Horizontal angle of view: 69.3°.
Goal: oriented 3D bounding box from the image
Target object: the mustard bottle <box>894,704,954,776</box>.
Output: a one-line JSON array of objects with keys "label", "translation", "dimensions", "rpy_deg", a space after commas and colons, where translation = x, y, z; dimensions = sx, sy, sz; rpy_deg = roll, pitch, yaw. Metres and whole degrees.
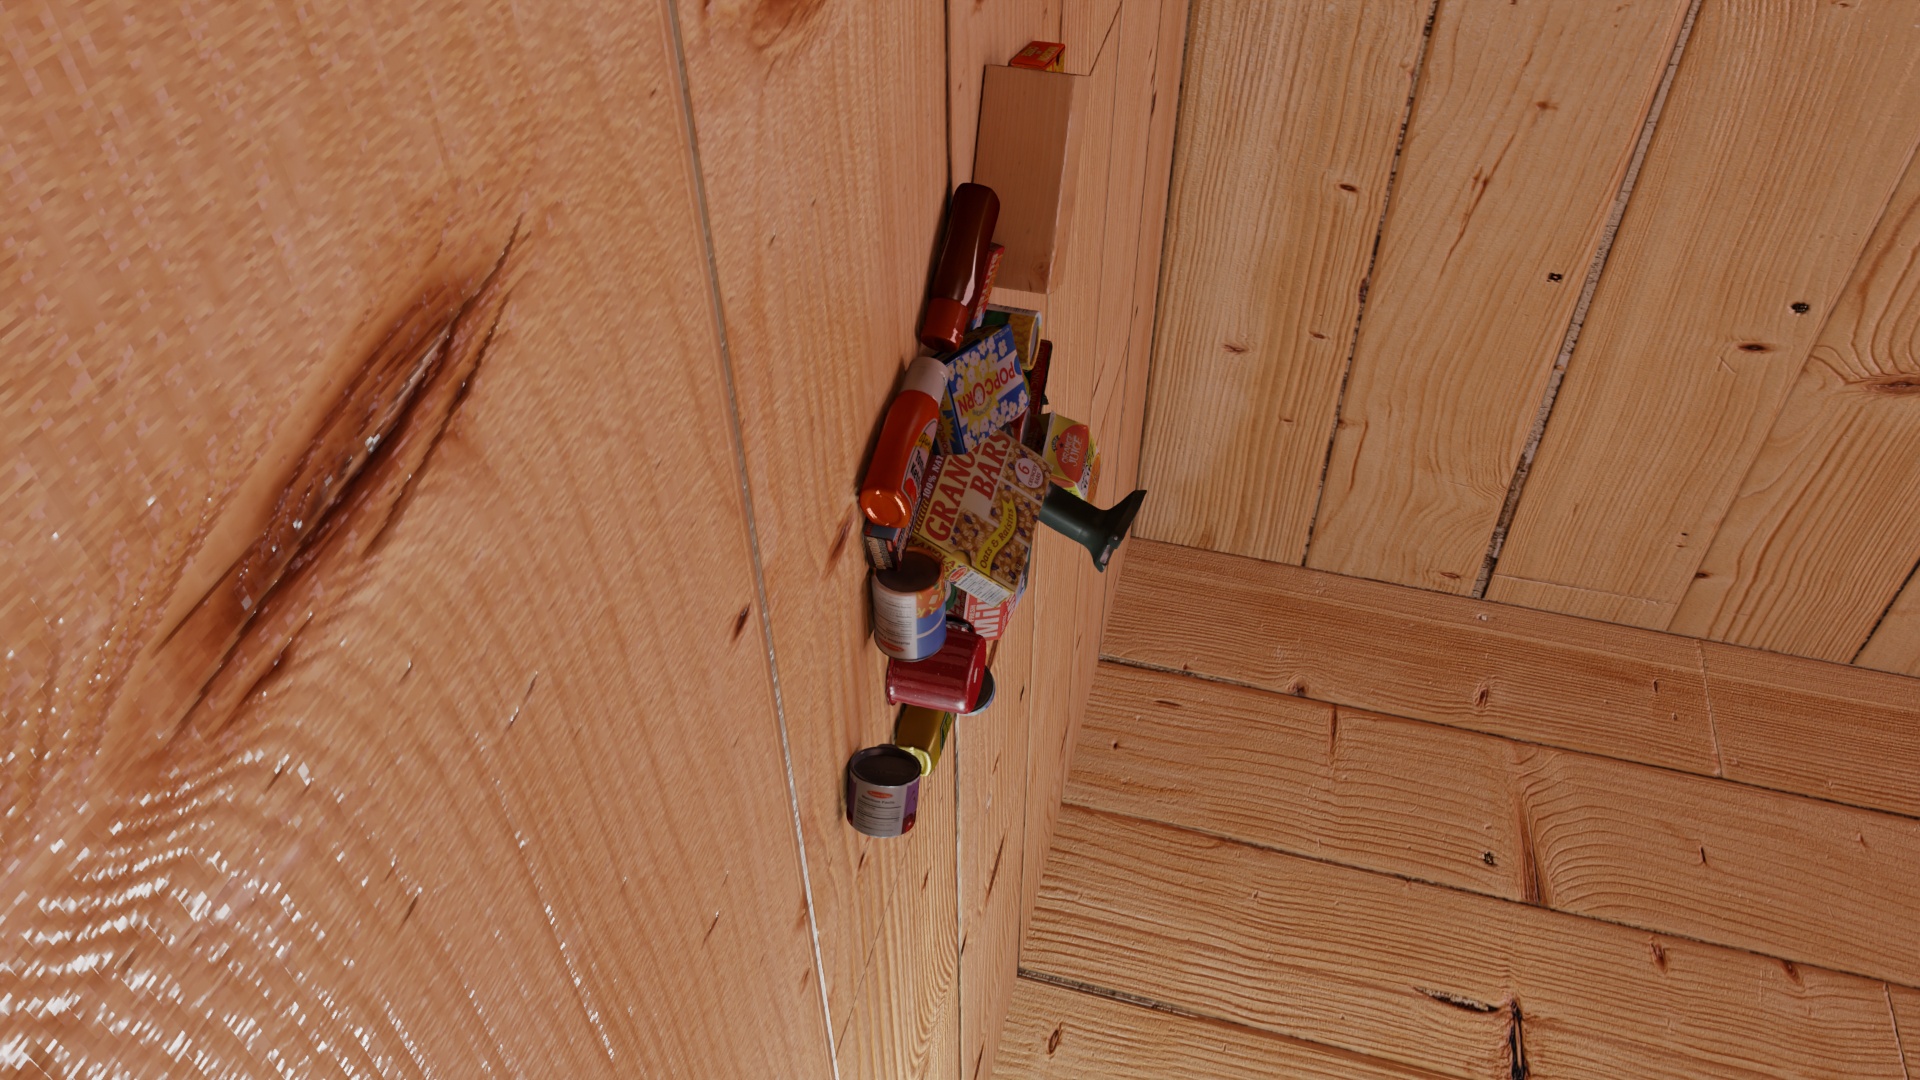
[{"label": "mustard bottle", "translation": [-0.029, 0.174, 1.483], "dimensions": [0.065, 0.049, 0.161], "rpy_deg": [91, 14, -45]}]

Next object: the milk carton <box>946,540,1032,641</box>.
[{"label": "milk carton", "translation": [0.026, 0.053, 1.588], "dimensions": [0.191, 0.073, 0.072], "rpy_deg": [-56, 154, -64]}]

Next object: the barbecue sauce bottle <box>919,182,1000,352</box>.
[{"label": "barbecue sauce bottle", "translation": [-0.001, -0.244, 1.252], "dimensions": [0.064, 0.044, 0.149], "rpy_deg": [87, 16, -74]}]

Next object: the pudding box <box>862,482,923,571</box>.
[{"label": "pudding box", "translation": [-0.058, -0.021, 1.204], "dimensions": [0.049, 0.030, 0.084], "rpy_deg": [84, 19, -53]}]

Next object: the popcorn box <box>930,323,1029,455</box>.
[{"label": "popcorn box", "translation": [0.011, -0.141, 1.286], "dimensions": [0.127, 0.038, 0.085], "rpy_deg": [-41, 122, -49]}]

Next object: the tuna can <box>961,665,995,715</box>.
[{"label": "tuna can", "translation": [0.008, 0.168, 1.621], "dimensions": [0.032, 0.071, 0.071], "rpy_deg": [64, 38, -74]}]

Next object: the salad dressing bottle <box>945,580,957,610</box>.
[{"label": "salad dressing bottle", "translation": [-0.032, 0.042, 1.357], "dimensions": [0.147, 0.044, 0.064], "rpy_deg": [50, 50, -76]}]

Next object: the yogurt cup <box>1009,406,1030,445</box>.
[{"label": "yogurt cup", "translation": [0.048, -0.130, 1.581], "dimensions": [0.072, 0.054, 0.072], "rpy_deg": [8, 92, -80]}]

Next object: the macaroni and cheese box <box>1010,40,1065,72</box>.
[{"label": "macaroni and cheese box", "translation": [0.078, -0.437, 1.487], "dimensions": [0.124, 0.040, 0.165], "rpy_deg": [-64, 161, -57]}]

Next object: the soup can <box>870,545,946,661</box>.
[{"label": "soup can", "translation": [-0.045, 0.054, 1.242], "dimensions": [0.072, 0.071, 0.083], "rpy_deg": [-68, 164, -46]}]

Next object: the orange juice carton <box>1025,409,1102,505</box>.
[{"label": "orange juice carton", "translation": [0.117, -0.093, 1.653], "dimensions": [0.192, 0.073, 0.072], "rpy_deg": [47, 55, -72]}]

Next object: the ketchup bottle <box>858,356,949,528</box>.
[{"label": "ketchup bottle", "translation": [-0.046, -0.087, 1.172], "dimensions": [0.064, 0.043, 0.149], "rpy_deg": [79, 23, -58]}]

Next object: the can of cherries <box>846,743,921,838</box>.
[{"label": "can of cherries", "translation": [-0.070, 0.230, 1.278], "dimensions": [0.072, 0.071, 0.058], "rpy_deg": [-56, 155, -64]}]

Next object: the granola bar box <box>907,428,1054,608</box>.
[{"label": "granola bar box", "translation": [0.012, -0.036, 1.307], "dimensions": [0.039, 0.124, 0.166], "rpy_deg": [-41, -157, 48]}]

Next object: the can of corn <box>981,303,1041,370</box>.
[{"label": "can of corn", "translation": [0.053, -0.219, 1.513], "dimensions": [0.071, 0.058, 0.071], "rpy_deg": [8, 92, -79]}]

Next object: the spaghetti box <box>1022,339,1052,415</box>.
[{"label": "spaghetti box", "translation": [0.068, -0.125, 1.696], "dimensions": [0.028, 0.050, 0.250], "rpy_deg": [12, 88, -80]}]

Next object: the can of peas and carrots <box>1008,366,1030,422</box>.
[{"label": "can of peas and carrots", "translation": [0.037, -0.164, 1.468], "dimensions": [0.058, 0.071, 0.071], "rpy_deg": [47, 54, -76]}]

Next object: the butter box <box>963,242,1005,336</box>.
[{"label": "butter box", "translation": [0.013, -0.235, 1.336], "dimensions": [0.053, 0.024, 0.103], "rpy_deg": [-52, 162, -68]}]
